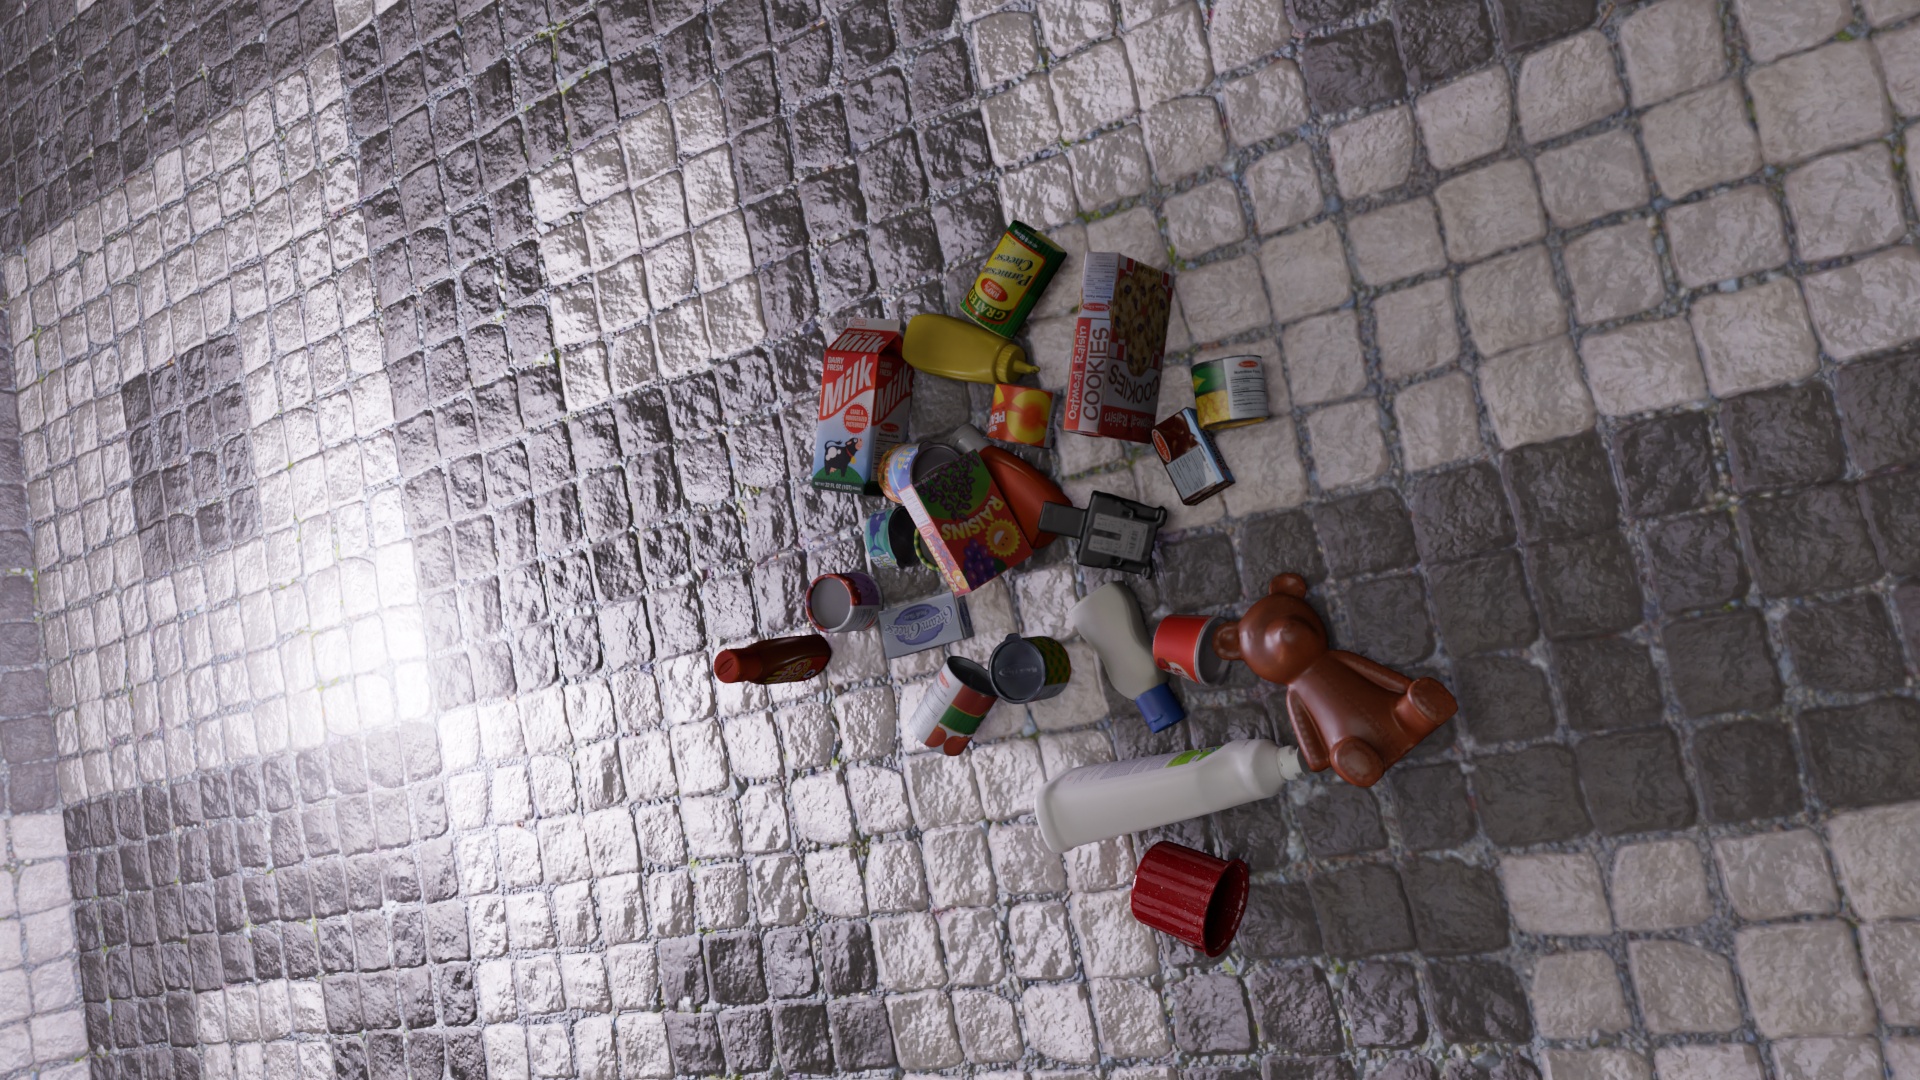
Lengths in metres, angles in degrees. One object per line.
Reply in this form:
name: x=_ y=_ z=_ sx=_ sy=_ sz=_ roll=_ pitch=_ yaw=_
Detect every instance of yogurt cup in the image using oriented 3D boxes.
yogurt cup: x=0.218 y=0.100 z=1.312 sx=0.054 sy=0.072 sz=0.072 roll=9 pitch=94 yaw=39

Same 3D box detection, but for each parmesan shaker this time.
parmesan shaker: x=0.052 y=-0.267 z=1.413 sx=0.071 sy=0.071 sz=0.102 roll=41 pitch=109 yaw=24

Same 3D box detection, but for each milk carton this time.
milk carton: x=-0.103 y=-0.145 z=1.501 sx=0.072 sy=0.073 sz=0.190 roll=8 pitch=94 yaw=31

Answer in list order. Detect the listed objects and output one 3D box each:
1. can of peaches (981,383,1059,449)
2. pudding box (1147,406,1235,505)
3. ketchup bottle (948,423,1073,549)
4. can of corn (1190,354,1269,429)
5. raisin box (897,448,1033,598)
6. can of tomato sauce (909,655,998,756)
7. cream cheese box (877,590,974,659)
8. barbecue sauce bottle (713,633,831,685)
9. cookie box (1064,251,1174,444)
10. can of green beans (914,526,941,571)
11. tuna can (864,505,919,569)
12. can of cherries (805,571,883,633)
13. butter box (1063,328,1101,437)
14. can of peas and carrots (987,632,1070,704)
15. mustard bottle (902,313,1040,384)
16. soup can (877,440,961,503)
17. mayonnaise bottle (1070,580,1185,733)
can of peaches: x=0.061 y=-0.126 z=1.405 sx=0.071 sy=0.071 sz=0.058 roll=13 pitch=96 yaw=30
pudding box: x=0.221 y=-0.081 z=1.331 sx=0.049 sy=0.030 sz=0.084 roll=-33 pitch=73 yaw=28
ketchup bottle: x=0.047 y=-0.061 z=1.427 sx=0.149 sy=0.044 sz=0.064 roll=46 pitch=122 yaw=23
can of corn: x=0.250 y=-0.137 z=1.296 sx=0.071 sy=0.071 sz=0.058 roll=-10 pitch=85 yaw=31
raisin box: x=0.005 y=-0.017 z=1.388 sx=0.123 sy=0.086 sz=0.040 roll=61 pitch=152 yaw=-3
can of tomato sauce: x=-0.004 y=0.173 z=1.443 sx=0.071 sy=0.071 sz=0.083 roll=40 pitch=109 yaw=25
cream cheese box: x=-0.038 y=0.090 z=1.487 sx=0.103 sy=0.024 sz=0.053 roll=-17 pitch=81 yaw=30
barbecue sauce bottle: x=-0.207 y=0.132 z=1.515 sx=0.064 sy=0.149 sz=0.044 roll=-42 pitch=69 yaw=24
cookie box: x=0.153 y=-0.180 z=1.319 sx=0.040 sy=0.123 sz=0.167 roll=9 pitch=94 yaw=31
can of green beans: x=-0.006 y=0.000 z=1.450 sx=0.071 sy=0.058 sz=0.071 roll=0 pitch=90 yaw=31
tuna can: x=-0.071 y=-0.001 z=1.483 sx=0.033 sy=0.071 sz=0.071 roll=-9 pitch=85 yaw=32
can of cherries: x=-0.129 y=0.066 z=1.522 sx=0.071 sy=0.058 sz=0.071 roll=0 pitch=90 yaw=31
butter box: x=0.127 y=-0.155 z=1.376 sx=0.024 sy=0.053 sz=0.103 roll=7 pitch=94 yaw=28
can of peas and carrots: x=0.070 y=0.128 z=1.403 sx=0.071 sy=0.059 sz=0.071 roll=-1 pitch=89 yaw=31
mustard bottle: x=0.016 y=-0.192 z=1.445 sx=0.160 sy=0.049 sz=0.065 roll=20 pitch=100 yaw=29
soup can: x=-0.042 y=-0.071 z=1.448 sx=0.084 sy=0.071 sz=0.071 roll=8 pitch=95 yaw=62
mayonnaise bottle: x=0.167 y=0.115 z=1.356 sx=0.064 sy=0.041 sz=0.148 roll=-37 pitch=73 yaw=27
